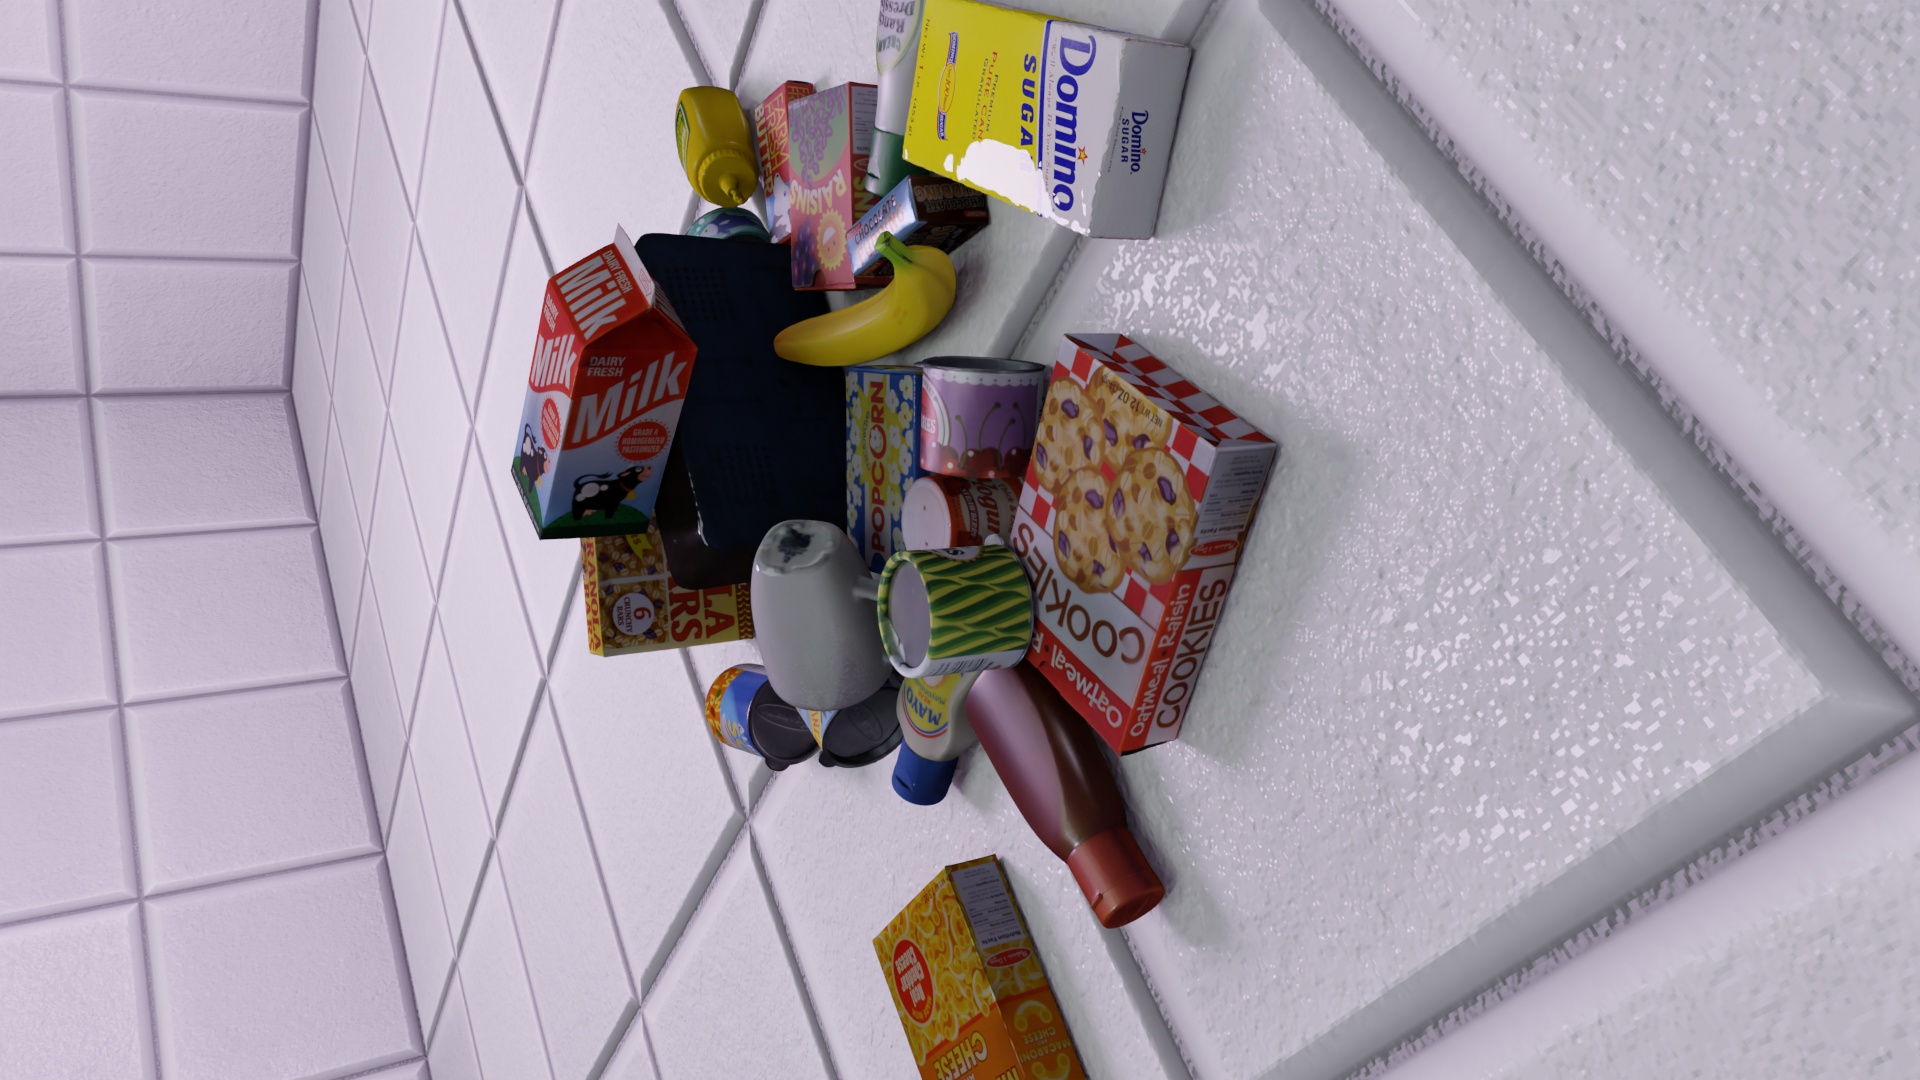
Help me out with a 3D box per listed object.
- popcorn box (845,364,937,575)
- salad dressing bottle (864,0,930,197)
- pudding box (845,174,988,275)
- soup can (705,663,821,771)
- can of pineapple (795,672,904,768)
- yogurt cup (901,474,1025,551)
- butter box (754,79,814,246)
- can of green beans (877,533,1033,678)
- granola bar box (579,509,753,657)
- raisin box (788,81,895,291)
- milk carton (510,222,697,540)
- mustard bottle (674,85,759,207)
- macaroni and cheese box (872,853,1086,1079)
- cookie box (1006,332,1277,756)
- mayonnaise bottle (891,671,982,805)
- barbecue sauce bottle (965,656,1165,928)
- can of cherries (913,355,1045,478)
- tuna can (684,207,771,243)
[{"bbox_3d":[-0.034,-0.043,0.848,0.085,0.038,0.126,13,105,55],"label":"popcorn box"},{"bbox_3d":[-0.027,-0.272,0.798,0.064,0.044,0.147,41,127,49],"label":"salad dressing bottle"},{"bbox_3d":[-0.027,-0.182,0.805,0.083,0.050,0.030,-22,78,56],"label":"pudding box"},{"bbox_3d":[-0.142,0.127,1.012,0.083,0.071,0.071,-1,94,58],"label":"soup can"},{"bbox_3d":[-0.072,0.104,0.899,0.058,0.071,0.070,49,133,44],"label":"can of pineapple"},{"bbox_3d":[0.003,-0.010,0.780,0.072,0.054,0.072,12,104,57],"label":"yogurt cup"},{"bbox_3d":[-0.117,-0.258,0.959,0.053,0.024,0.103,-11,85,58],"label":"butter box"},{"bbox_3d":[-0.004,0.036,0.717,0.071,0.058,0.071,11,103,61],"label":"can of green beans"},{"bbox_3d":[-0.231,0.001,1.082,0.039,0.124,0.165,-2,92,58],"label":"granola bar box"},{"bbox_3d":[-0.074,-0.221,0.884,0.086,0.040,0.123,12,105,56],"label":"raisin box"},{"bbox_3d":[-0.217,-0.094,0.849,0.072,0.073,0.189,55,135,37],"label":"milk carton"},{"bbox_3d":[-0.174,-0.277,0.997,0.161,0.049,0.065,-117,28,-51],"label":"mustard bottle"},{"bbox_3d":[0.011,0.289,0.822,0.123,0.040,0.167,-55,49,46],"label":"macaroni and cheese box"},{"bbox_3d":[0.076,0.000,0.677,0.123,0.040,0.166,46,131,45],"label":"cookie box"},{"bbox_3d":[-0.008,0.092,0.821,0.065,0.041,0.147,38,127,34],"label":"mayonnaise bottle"},{"bbox_3d":[0.054,0.130,0.729,0.149,0.044,0.064,59,140,33],"label":"barbecue sauce bottle"},{"bbox_3d":[0.009,-0.067,0.746,0.071,0.072,0.058,22,114,54],"label":"can of cherries"},{"bbox_3d":[-0.168,-0.205,1.004,0.033,0.071,0.070,55,137,37],"label":"tuna can"}]
